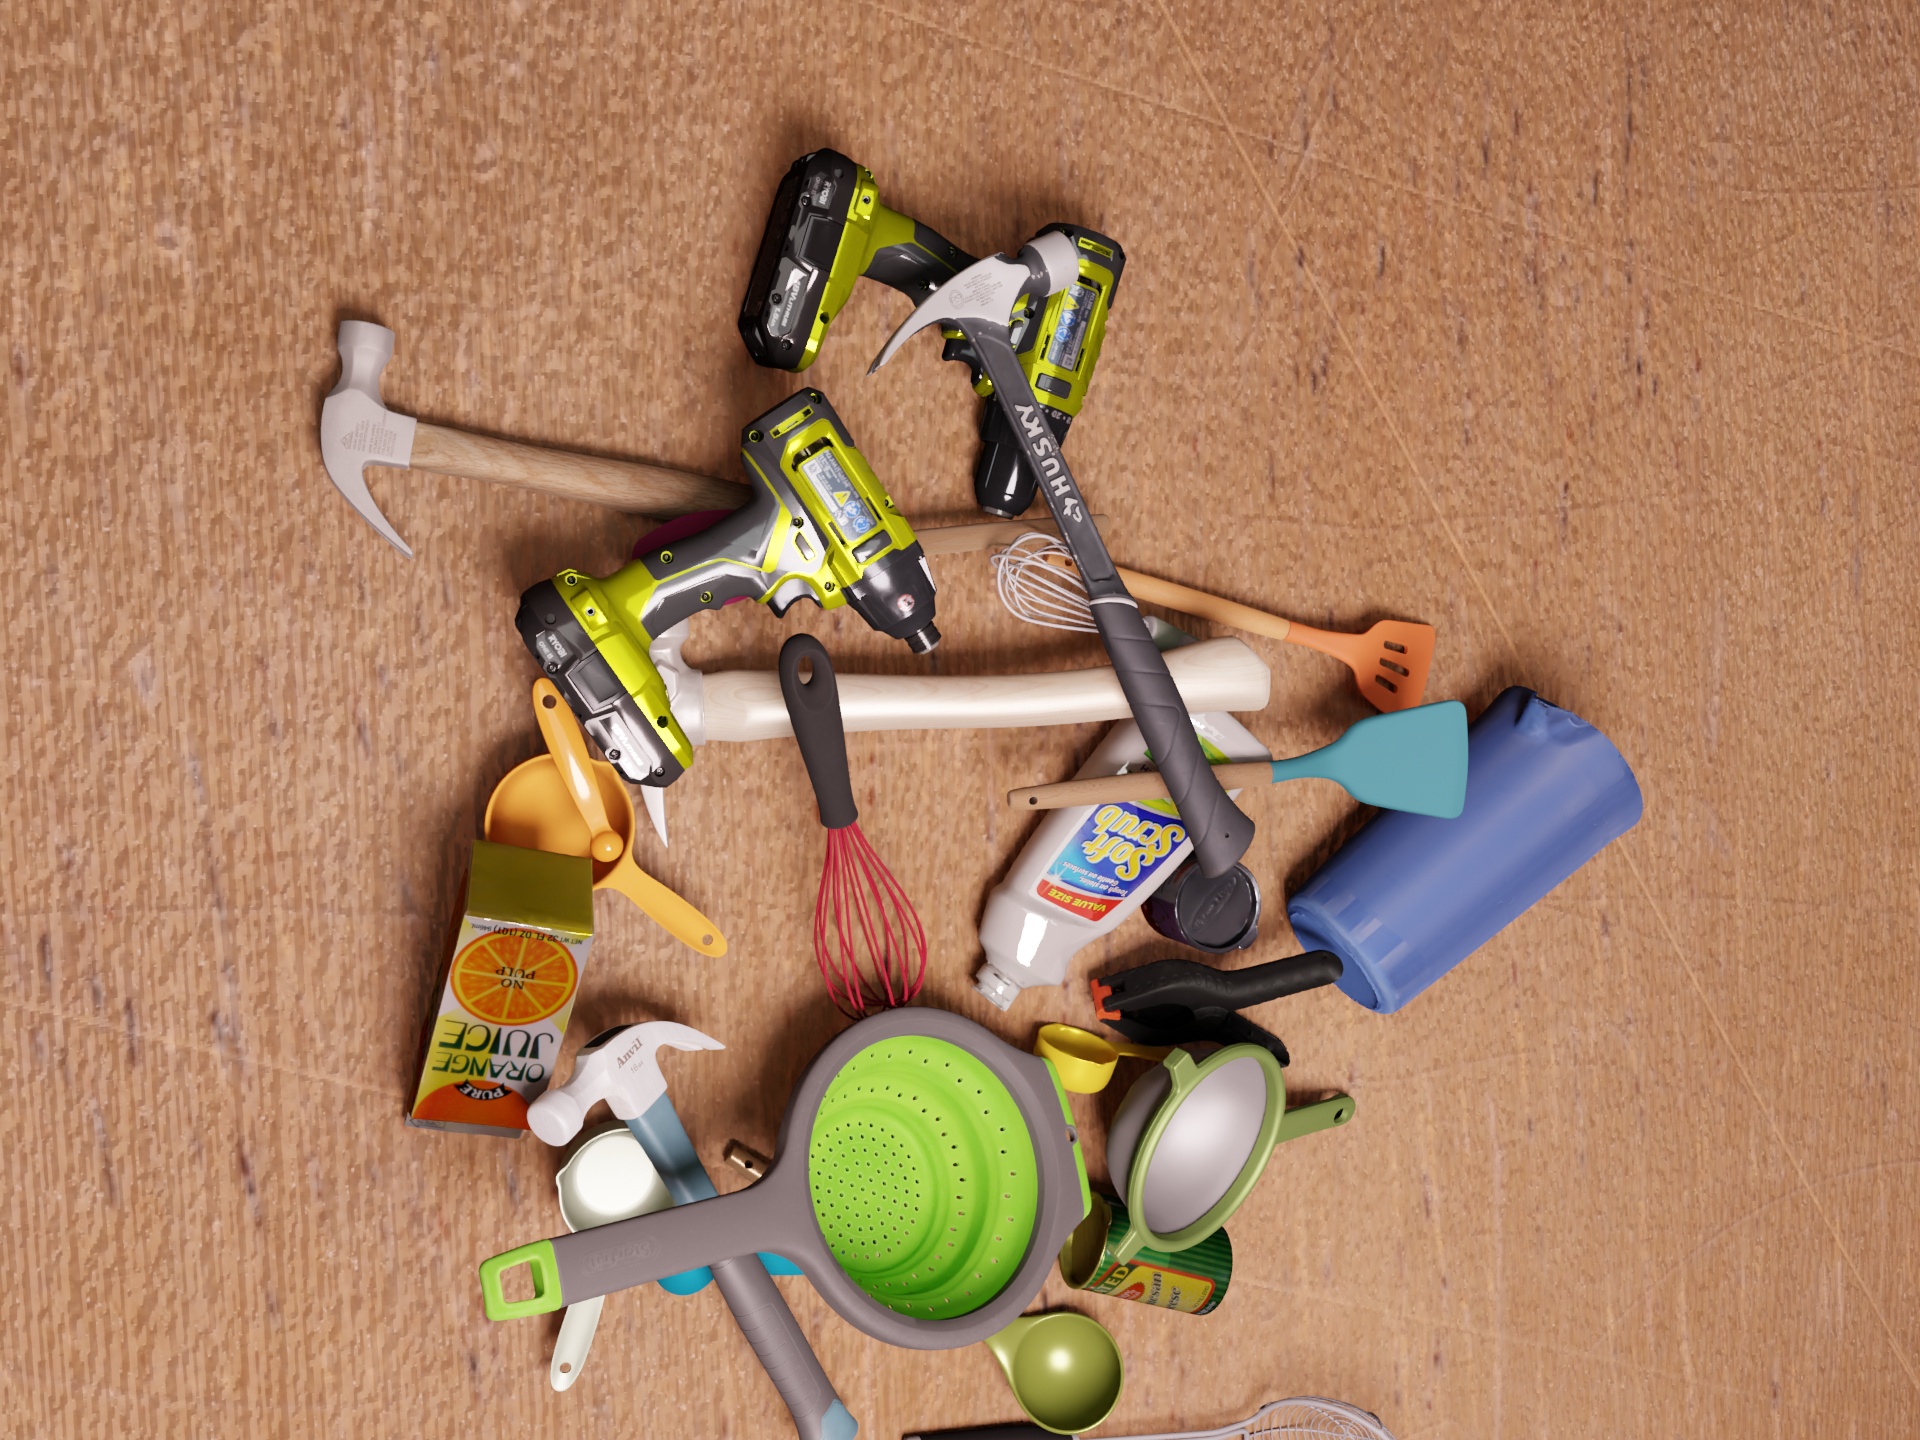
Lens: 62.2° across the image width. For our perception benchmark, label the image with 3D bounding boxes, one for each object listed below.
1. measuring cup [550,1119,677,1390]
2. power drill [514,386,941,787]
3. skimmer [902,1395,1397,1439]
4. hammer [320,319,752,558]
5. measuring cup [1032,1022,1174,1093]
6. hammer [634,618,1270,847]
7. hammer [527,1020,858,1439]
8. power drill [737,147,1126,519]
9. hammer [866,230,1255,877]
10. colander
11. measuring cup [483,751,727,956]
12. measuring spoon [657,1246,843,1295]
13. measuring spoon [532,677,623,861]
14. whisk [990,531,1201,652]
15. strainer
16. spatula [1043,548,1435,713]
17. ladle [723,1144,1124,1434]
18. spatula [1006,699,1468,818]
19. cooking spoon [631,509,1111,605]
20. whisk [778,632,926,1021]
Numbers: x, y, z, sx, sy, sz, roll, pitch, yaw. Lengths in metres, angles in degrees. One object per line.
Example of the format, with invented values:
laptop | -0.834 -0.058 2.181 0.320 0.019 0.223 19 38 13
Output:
measuring cup | -0.227 0.331 0.994 0.083 0.038 0.167 18 88 -19
power drill | -0.131 -0.066 0.939 0.223 0.080 0.171 -35 105 -7
skimmer | 0.141 0.526 1.101 0.363 0.090 0.127 5 122 -17
hammer | -0.218 -0.144 0.979 0.331 0.031 0.130 9 89 -20
measuring cup | 0.118 0.242 1.108 0.156 0.062 0.029 14 100 -30
hammer | -0.002 -0.003 1.022 0.410 0.038 0.146 -3 95 -9
hammer | -0.146 0.329 0.984 0.128 0.033 0.330 -47 118 -50
power drill | -0.019 -0.247 1.021 0.228 0.080 0.190 16 95 -22
hammer | 0.083 -0.088 0.989 0.149 0.036 0.409 -28 98 -17
colander | -0.105 0.295 0.959 0.397 0.094 0.205 -3 71 -37
measuring cup | -0.215 0.088 0.980 0.173 0.052 0.095 42 79 -18
measuring spoon | -0.134 0.354 1.034 0.128 0.021 0.042 6 90 -19
measuring spoon | -0.226 0.030 0.938 0.021 0.011 0.117 -22 99 -17
whisk | 0.119 -0.063 1.076 0.246 0.059 0.058 23 81 -32
strainer | 0.183 0.276 1.108 0.256 0.069 0.151 3 106 -46
spatula | 0.206 -0.070 1.136 0.322 0.041 0.081 15 88 -15
ladle | -0.022 0.372 1.057 0.320 0.062 0.078 38 63 -14
spatula | 0.185 0.037 1.049 0.317 0.044 0.082 -6 103 -16
cooking spoon | -0.050 -0.111 1.016 0.318 0.017 0.068 -8 126 -19
whisk | -0.070 0.074 0.974 0.073 0.073 0.295 -22 125 -17
